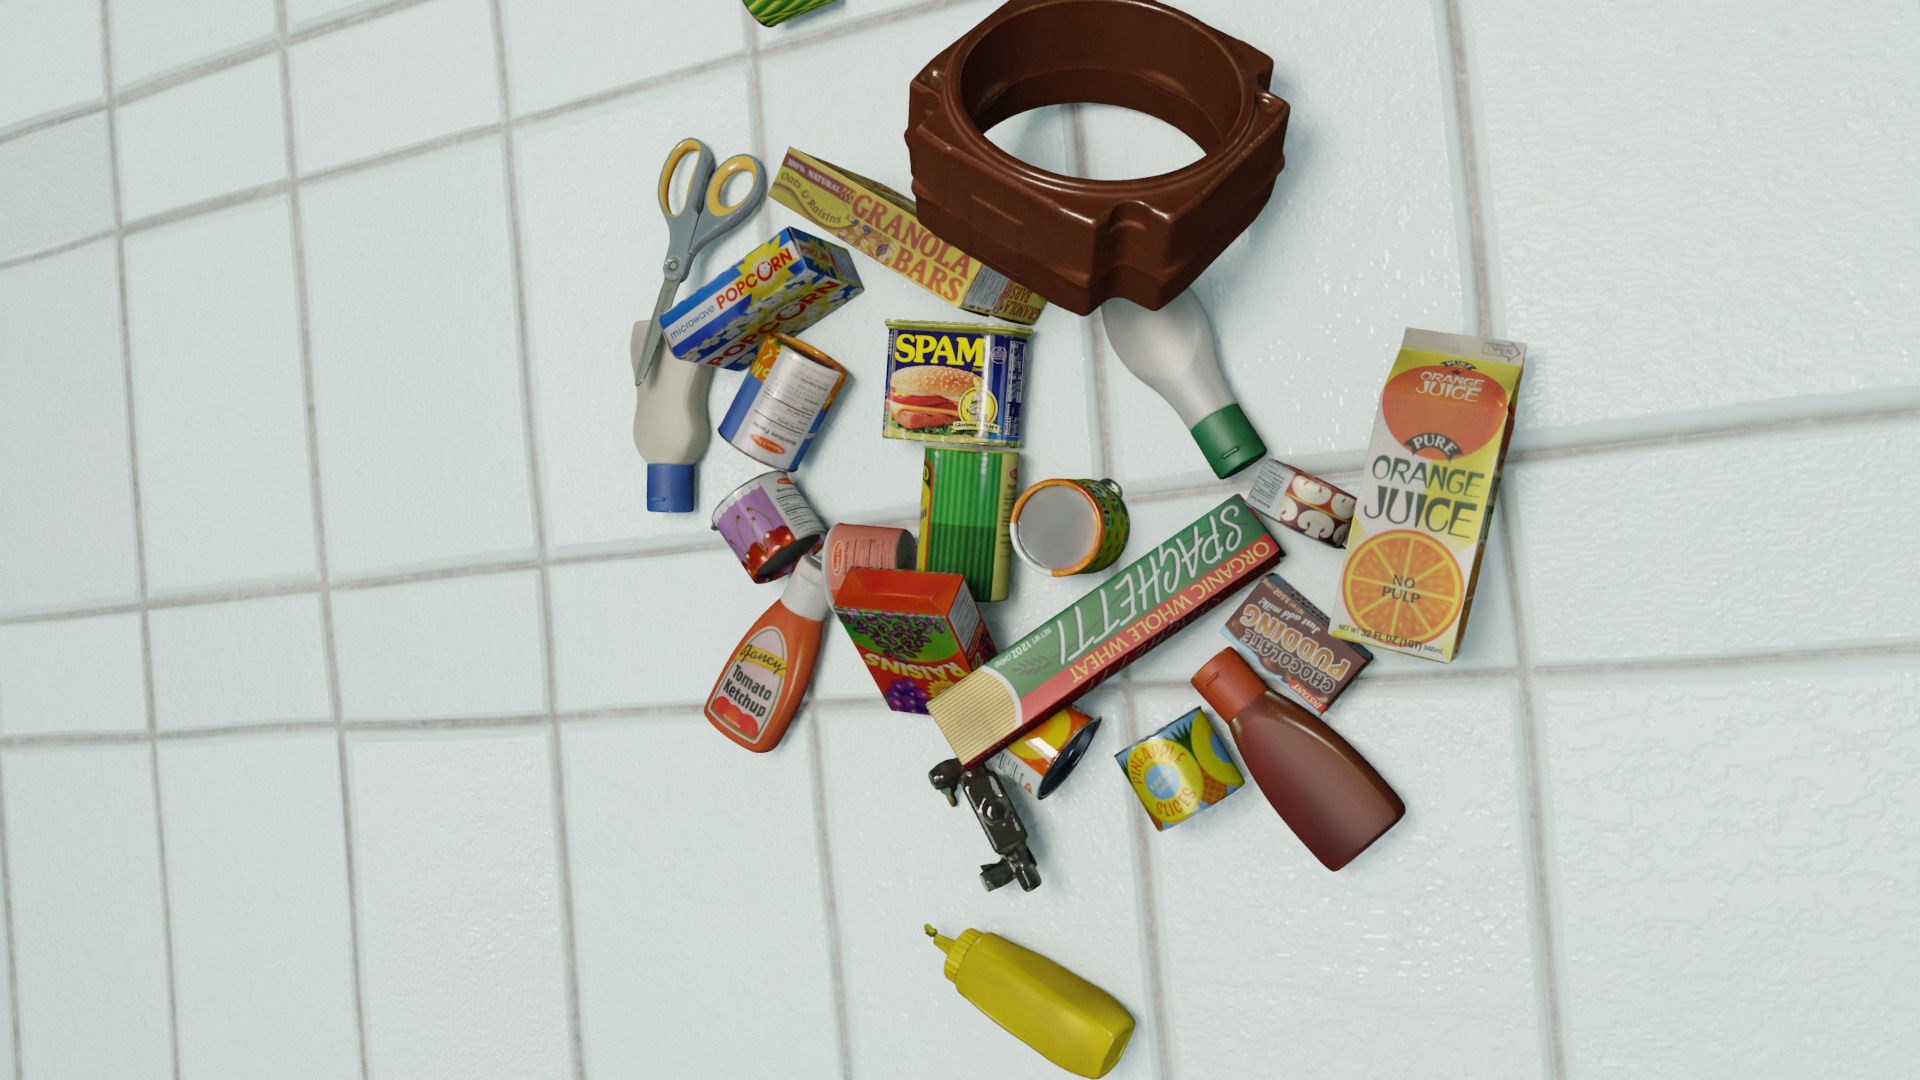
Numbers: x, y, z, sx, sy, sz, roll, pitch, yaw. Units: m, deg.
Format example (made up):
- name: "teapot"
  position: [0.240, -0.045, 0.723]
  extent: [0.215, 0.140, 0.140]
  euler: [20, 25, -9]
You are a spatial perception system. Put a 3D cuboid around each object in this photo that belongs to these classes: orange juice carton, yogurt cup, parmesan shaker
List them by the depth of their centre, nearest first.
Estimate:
- name: "orange juice carton"
  position: [0.281, -0.029, 0.831]
  extent: [0.072, 0.073, 0.192]
  euler: [13, 96, 24]
- name: "parmesan shaker"
  position: [0.003, -0.012, 0.958]
  extent: [0.071, 0.071, 0.103]
  euler: [6, 93, 24]
- name: "yogurt cup"
  position: [-0.062, 0.020, 0.994]
  extent: [0.054, 0.072, 0.072]
  euler: [-3, 90, 16]

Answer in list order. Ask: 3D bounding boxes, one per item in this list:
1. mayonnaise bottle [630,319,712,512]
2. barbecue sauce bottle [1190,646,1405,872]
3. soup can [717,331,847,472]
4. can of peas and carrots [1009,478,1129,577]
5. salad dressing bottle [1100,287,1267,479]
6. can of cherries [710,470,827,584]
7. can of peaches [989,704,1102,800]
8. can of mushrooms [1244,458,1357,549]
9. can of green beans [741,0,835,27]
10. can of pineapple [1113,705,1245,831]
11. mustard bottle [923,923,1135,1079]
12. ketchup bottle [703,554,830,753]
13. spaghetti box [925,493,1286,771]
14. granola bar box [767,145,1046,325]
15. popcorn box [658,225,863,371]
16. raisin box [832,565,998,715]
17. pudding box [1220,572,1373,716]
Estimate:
- name: "mayonnaise bottle"
  position: [-0.224, -0.096, 1.078]
  extent: [0.065, 0.041, 0.148]
  euler: [2, 93, 18]
- name: "barbecue sauce bottle"
  position: [0.209, 0.134, 0.882]
  extent: [0.149, 0.044, 0.064]
  euler: [49, 114, 17]
- name: "soup can"
  position: [-0.131, -0.103, 1.024]
  extent: [0.071, 0.071, 0.083]
  euler: [35, 103, 20]
- name: "can of peas and carrots"
  position: [0.075, -0.011, 0.933]
  extent: [0.071, 0.059, 0.071]
  euler: [1, 91, 24]
- name: "salad dressing bottle"
  position: [0.147, -0.110, 0.908]
  extent: [0.064, 0.044, 0.148]
  euler: [-33, 78, 19]
- name: "can of cherries"
  position: [-0.142, -0.008, 1.028]
  extent: [0.071, 0.071, 0.058]
  euler: [-41, 76, 20]
- name: "can of peaches"
  position: [0.052, 0.131, 0.942]
  extent: [0.058, 0.071, 0.071]
  euler: [35, 104, 20]
- name: "can of mushrooms"
  position: [0.216, -0.023, 0.866]
  extent: [0.071, 0.071, 0.033]
  euler: [29, 101, 21]
- name: "can of green beans"
  position: [-0.127, -0.418, 1.017]
  extent: [0.058, 0.071, 0.071]
  euler: [-13, 86, 24]
- name: "can of pineapple"
  position: [0.141, 0.148, 0.898]
  extent: [0.071, 0.071, 0.058]
  euler: [-35, 77, 21]
- name: "mustard bottle"
  position: [0.039, 0.307, 0.952]
  extent: [0.160, 0.065, 0.048]
  euler: [24, 95, 28]
- name: "ketchup bottle"
  position: [-0.134, 0.082, 1.038]
  extent: [0.065, 0.043, 0.148]
  euler: [33, 103, 20]
- name: "spaghetti box"
  position: [0.093, 0.059, 0.900]
  extent: [0.250, 0.028, 0.050]
  euler: [-34, 69, 2]
- name: "granola bar box"
  position: [-0.031, -0.204, 0.943]
  extent: [0.166, 0.124, 0.039]
  euler: [34, 106, 21]
- name: "popcorn box"
  position: [-0.145, -0.173, 1.016]
  extent: [0.126, 0.085, 0.038]
  euler: [-30, 77, 21]
- name: "raisin box"
  position: [-0.024, 0.072, 0.948]
  extent: [0.086, 0.122, 0.040]
  euler: [3, 50, 24]
- name: "pudding box"
  position: [0.214, 0.066, 0.886]
  extent: [0.084, 0.030, 0.049]
  euler: [43, 108, 18]
